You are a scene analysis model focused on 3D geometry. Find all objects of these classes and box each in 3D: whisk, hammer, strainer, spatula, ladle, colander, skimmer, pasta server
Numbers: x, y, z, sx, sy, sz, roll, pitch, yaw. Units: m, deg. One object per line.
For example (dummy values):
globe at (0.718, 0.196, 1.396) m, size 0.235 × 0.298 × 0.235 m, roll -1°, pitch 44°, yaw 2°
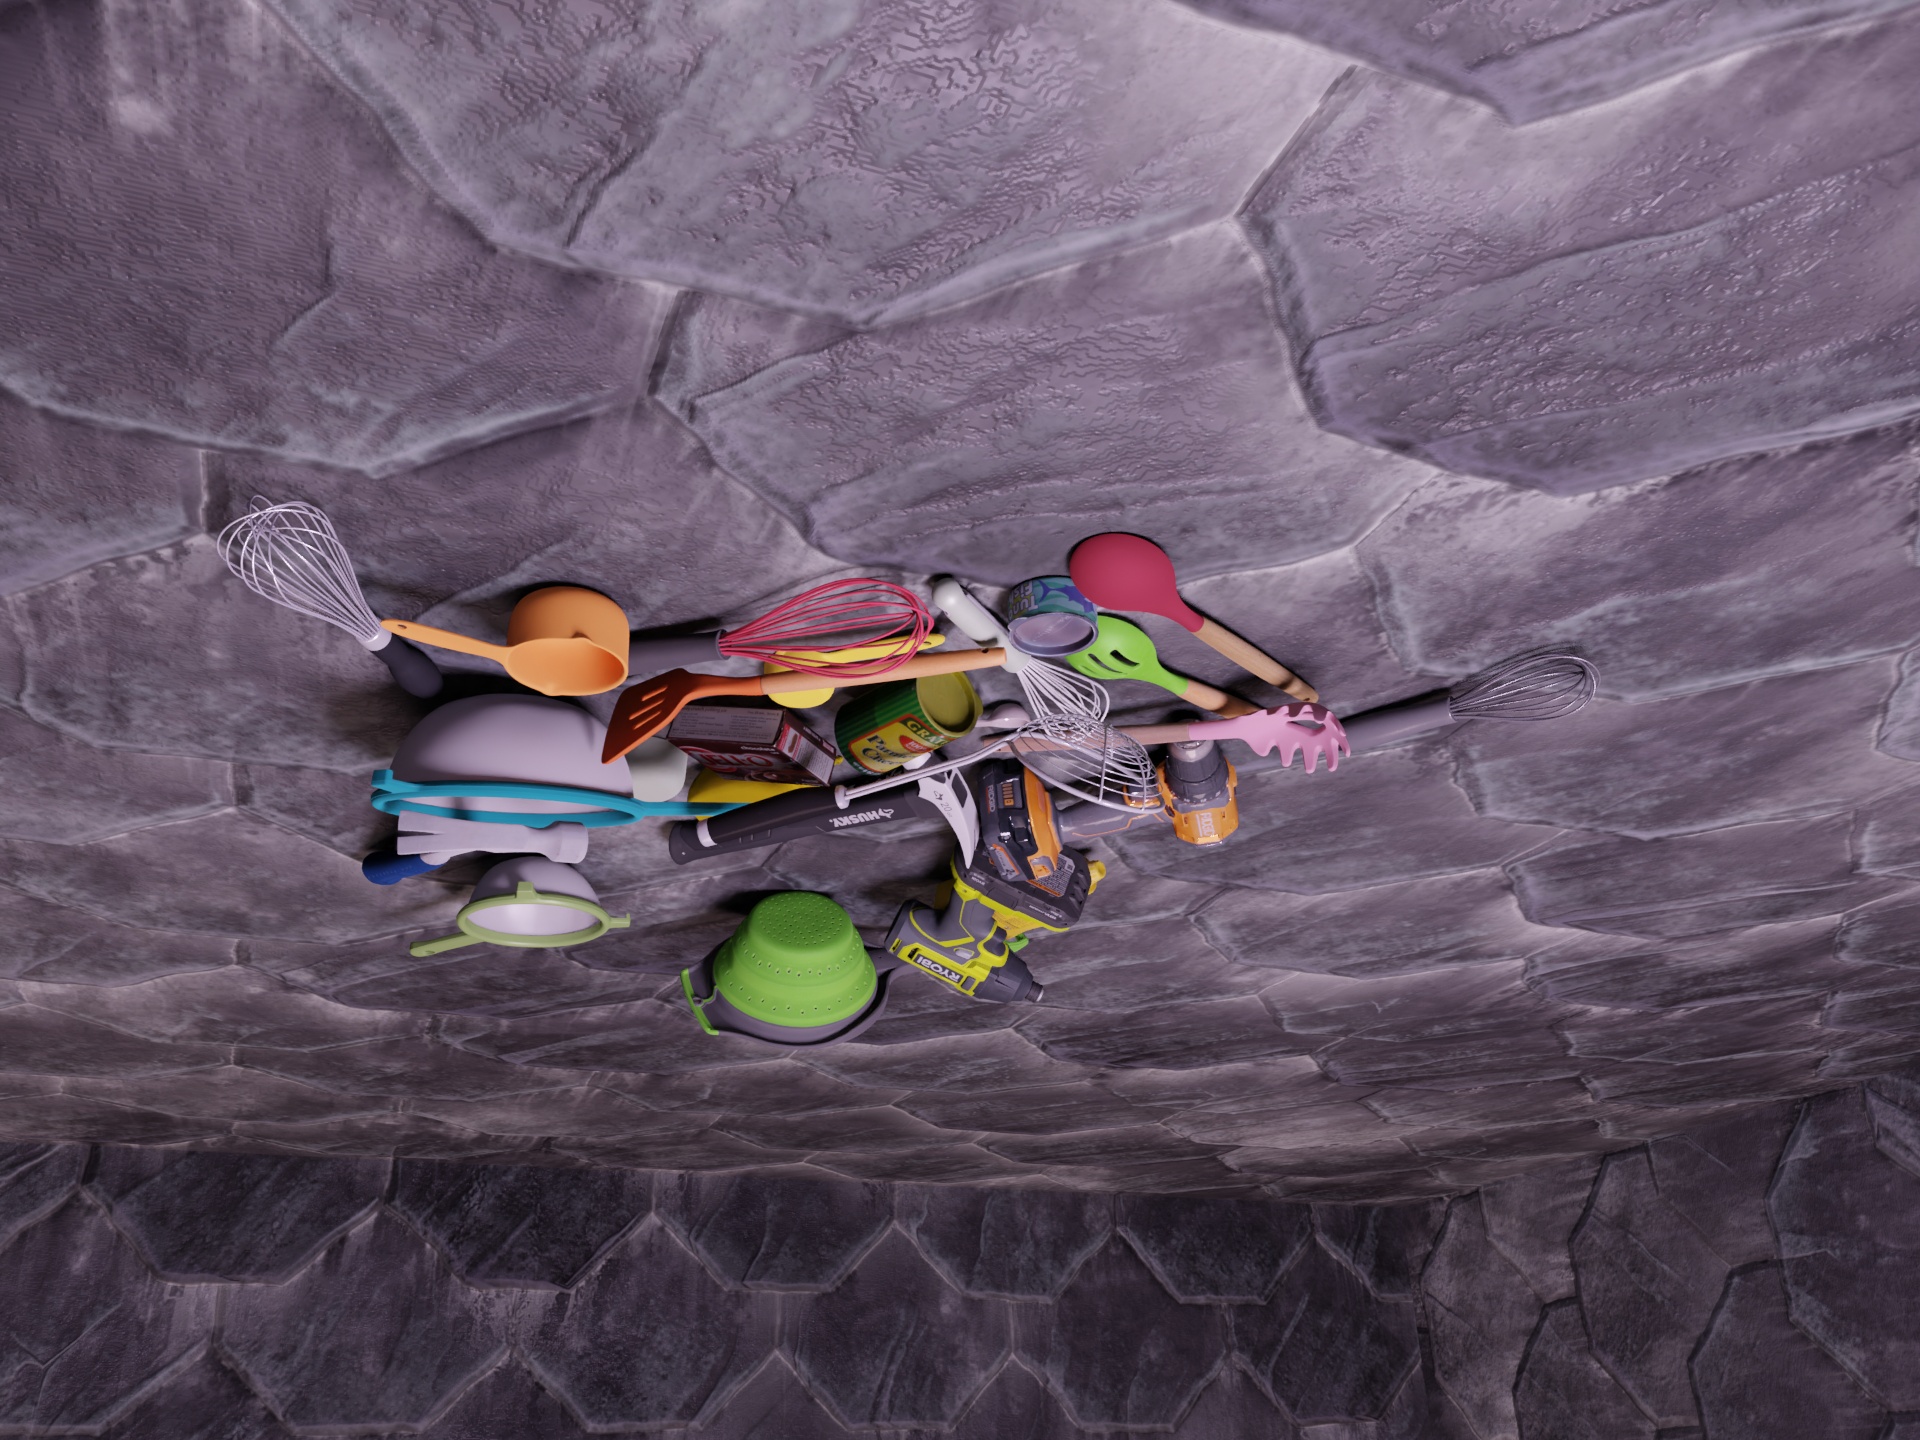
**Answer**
whisk at (-0.431, -0.075, 1.123) m, size 0.070 × 0.070 × 0.284 m, roll -4°, pitch 158°, yaw 5°
hammer at (-0.470, 0.118, 1.414) m, size 0.144 × 0.035 × 0.405 m, roll 7°, pitch 168°, yaw -32°
hammer at (-0.136, 0.096, 1.466) m, size 0.335 × 0.035 × 0.146 m, roll -13°, pitch 128°, yaw 31°
strainer at (-0.474, 0.191, 1.638) m, size 0.256 × 0.069 × 0.151 m, roll -17°, pitch 152°, yaw 29°
whisk at (-0.157, -0.057, 1.170) m, size 0.296 × 0.073 × 0.073 m, roll -6°, pitch 154°, yaw 22°
spatula at (-0.123, -0.024, 1.199) m, size 0.322 × 0.081 × 0.041 m, roll -7°, pitch 135°, yaw 10°
ladle at (0.190, -0.065, 1.203) m, size 0.069 × 0.031 × 0.315 m, roll -27°, pitch 146°, yaw 32°
strainer at (-0.296, 0.032, 1.291) m, size 0.340 × 0.095 × 0.211 m, roll 2°, pitch 169°, yaw -13°
whisk at (0.048, -0.045, 1.223) m, size 0.059 × 0.058 × 0.246 m, roll -44°, pitch 139°, yaw 6°
colander at (-0.100, 0.239, 1.726) m, size 0.397 × 0.205 × 0.094 m, roll -7°, pitch 123°, yaw -25°
skimmer at (-0.027, 0.071, 1.238) m, size 0.363 × 0.090 × 0.127 m, roll -16°, pitch -170°, yaw 12°
pasta server at (0.162, 0.016, 1.307) m, size 0.316 × 0.040 × 0.060 m, roll -4°, pitch 131°, yaw 26°
whisk at (0.406, -0.008, 1.310) m, size 0.239 × 0.055 × 0.055 m, roll -17°, pitch 150°, yaw 37°

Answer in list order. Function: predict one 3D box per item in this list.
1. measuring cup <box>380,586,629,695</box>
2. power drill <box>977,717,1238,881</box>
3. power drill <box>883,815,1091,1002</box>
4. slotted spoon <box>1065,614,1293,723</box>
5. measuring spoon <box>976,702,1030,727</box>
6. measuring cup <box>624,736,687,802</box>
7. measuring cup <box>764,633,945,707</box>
measuring cup at (-0.322, -0.069, 1.141) m, size 0.173 × 0.052 × 0.095 m, roll 13°, pitch 150°, yaw -24°
power drill at (0.132, 0.067, 1.412) m, size 0.226 × 0.084 × 0.185 m, roll -10°, pitch 151°, yaw 8°
power drill at (0.035, 0.200, 1.590) m, size 0.171 × 0.080 × 0.223 m, roll 27°, pitch 139°, yaw -3°
slotted spoon at (0.198, -0.021, 1.292) m, size 0.313 × 0.031 × 0.070 m, roll 20°, pitch 147°, yaw -39°
measuring spoon at (-0.002, -0.004, 1.333) m, size 0.124 × 0.018 × 0.034 m, roll -1°, pitch 167°, yaw 15°
measuring cup at (-0.322, 0.052, 1.397) m, size 0.167 × 0.038 × 0.083 m, roll -9°, pitch 153°, yaw 10°
measuring cup at (-0.082, -0.040, 1.231) m, size 0.156 × 0.029 × 0.062 m, roll -11°, pitch 152°, yaw 24°
